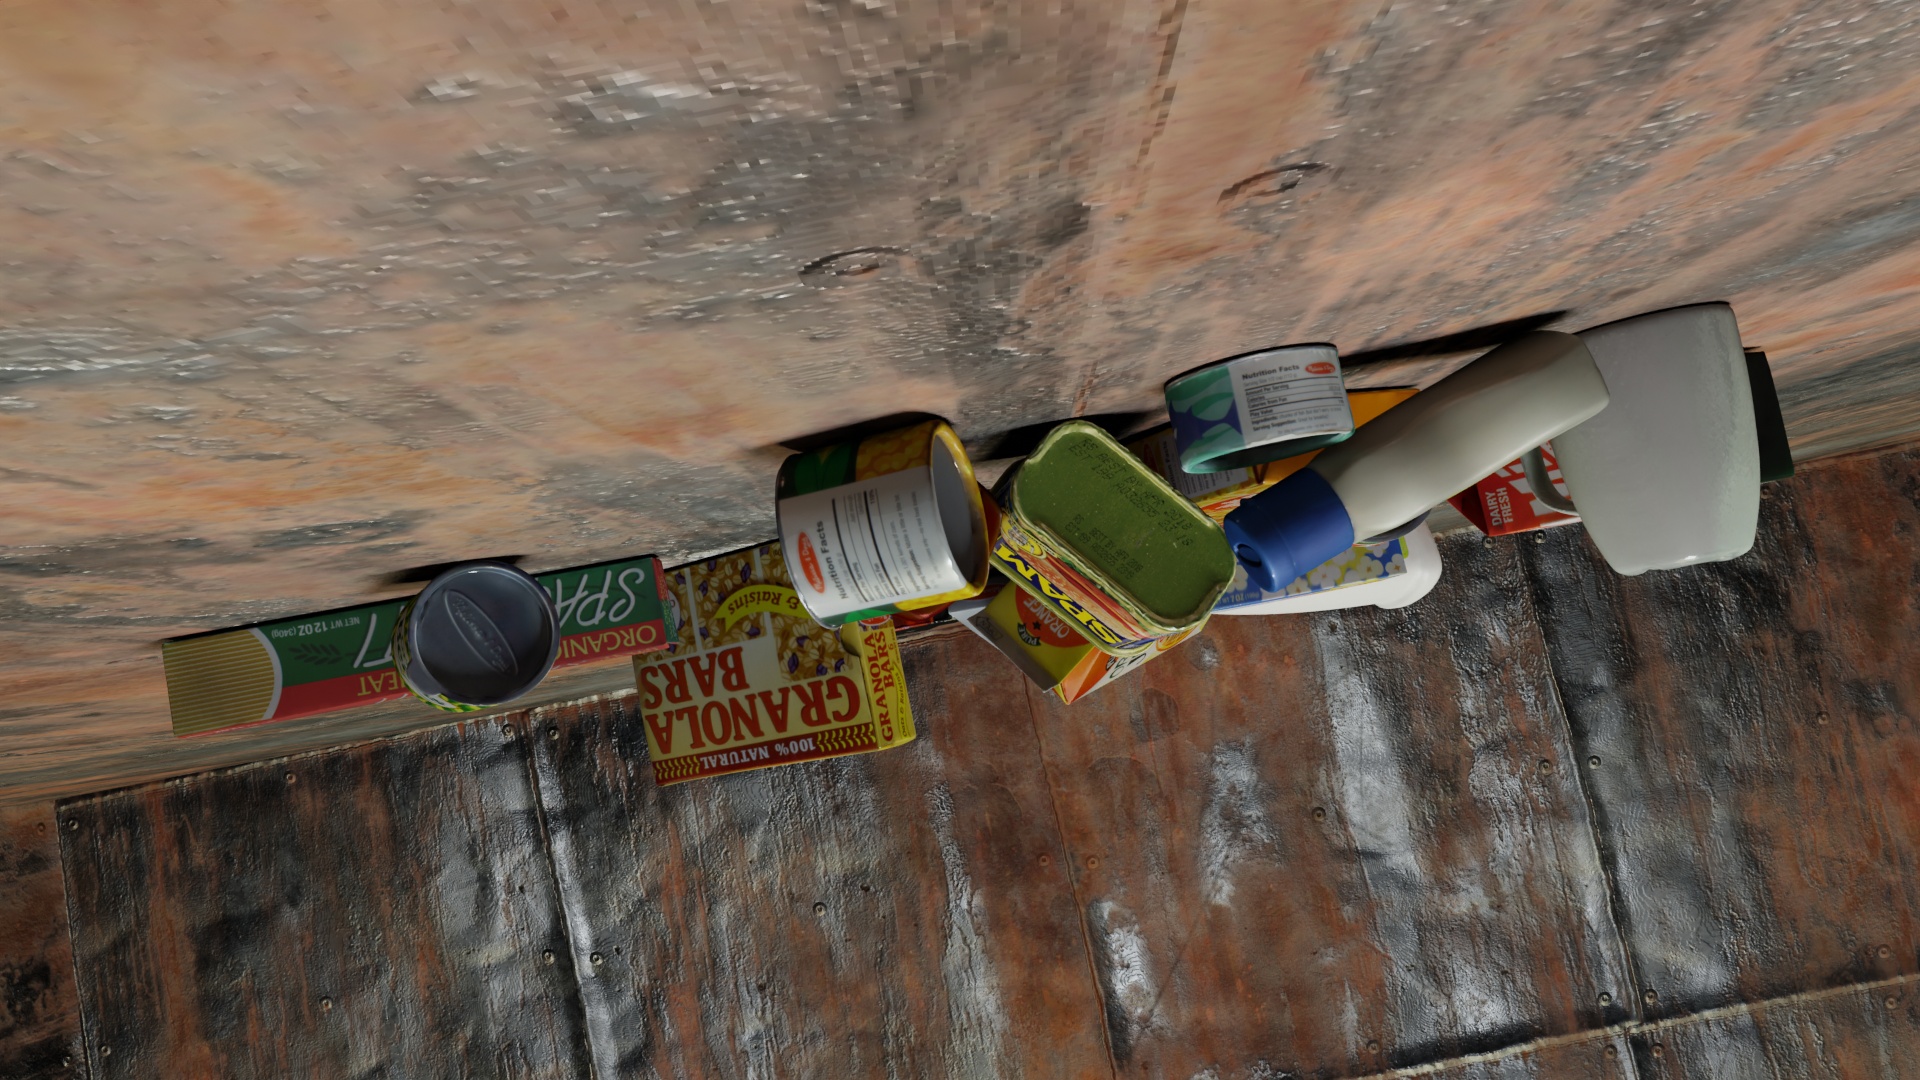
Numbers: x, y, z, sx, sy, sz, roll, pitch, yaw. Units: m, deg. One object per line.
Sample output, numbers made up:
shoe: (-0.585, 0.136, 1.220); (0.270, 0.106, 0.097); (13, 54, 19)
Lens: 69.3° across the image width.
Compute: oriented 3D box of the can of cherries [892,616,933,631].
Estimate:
can of cherries: (-0.053, 0.030, 0.870); (0.071, 0.058, 0.071); (-11, 175, -1)

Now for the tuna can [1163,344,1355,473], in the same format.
tuna can: (0.111, -0.048, 0.522); (0.071, 0.033, 0.071); (-11, 174, -1)

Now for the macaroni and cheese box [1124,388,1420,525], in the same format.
macaroni and cheese box: (0.125, -0.032, 0.681); (0.124, 0.040, 0.166); (-7, 173, -35)

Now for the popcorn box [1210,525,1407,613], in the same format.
popcorn box: (0.190, -0.008, 0.820); (0.127, 0.085, 0.038); (-10, 172, -11)

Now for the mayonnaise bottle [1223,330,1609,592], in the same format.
mayonnaise bottle: (0.175, -0.031, 0.545); (0.148, 0.041, 0.065); (-30, -174, -5)

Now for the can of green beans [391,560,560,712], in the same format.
can of green beans: (-0.227, 0.046, 0.648); (0.071, 0.071, 0.057); (-8, 174, -31)

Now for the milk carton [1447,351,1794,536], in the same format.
milk carton: (0.367, -0.049, 0.813); (0.072, 0.073, 0.190); (-8, 174, -32)

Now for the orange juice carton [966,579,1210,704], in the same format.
orange juice carton: (0.093, 0.043, 0.909); (0.193, 0.072, 0.072); (-22, 146, -42)

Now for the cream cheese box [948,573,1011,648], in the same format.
cream cheese box: (0.036, 0.052, 0.972); (0.053, 0.024, 0.103); (-11, 155, 23)

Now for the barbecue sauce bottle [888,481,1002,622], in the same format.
barbecue sauce bottle: (-0.028, 0.000, 0.618); (0.065, 0.043, 0.148); (-53, -168, -8)

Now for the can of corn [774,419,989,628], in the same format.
can of corn: (-0.026, -0.007, 0.506); (0.058, 0.071, 0.071); (-13, 174, 16)

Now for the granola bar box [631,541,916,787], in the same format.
granola bar box: (-0.115, 0.068, 0.797); (0.165, 0.124, 0.039); (-14, 174, 30)

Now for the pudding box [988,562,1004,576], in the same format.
pudding box: (0.029, 0.006, 0.938); (0.050, 0.030, 0.083); (-9, 175, -28)

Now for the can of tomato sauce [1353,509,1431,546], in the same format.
can of tomato sauce: (0.218, -0.030, 0.753); (0.071, 0.071, 0.083); (-12, 175, 11)

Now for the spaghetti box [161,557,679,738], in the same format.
spaghetti box: (-0.276, 0.054, 0.721); (0.250, 0.050, 0.028); (-10, 175, -8)
